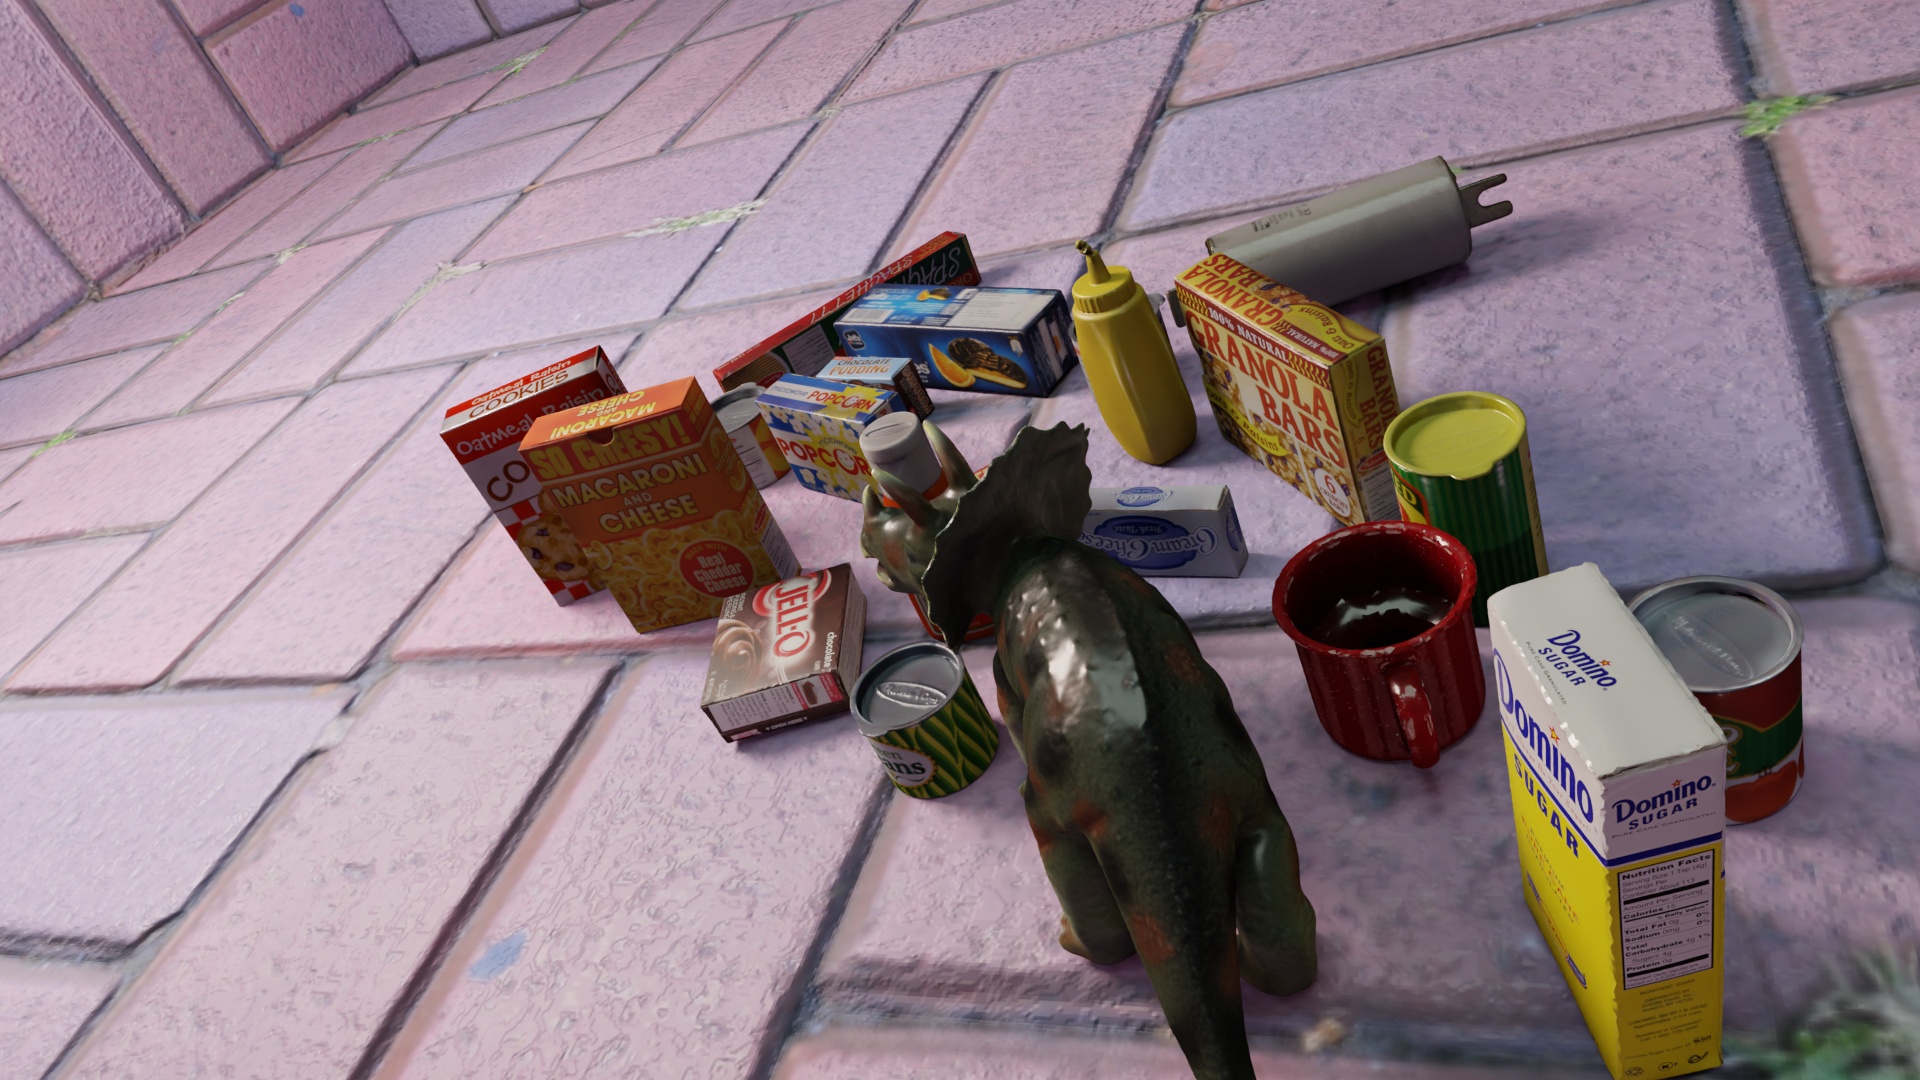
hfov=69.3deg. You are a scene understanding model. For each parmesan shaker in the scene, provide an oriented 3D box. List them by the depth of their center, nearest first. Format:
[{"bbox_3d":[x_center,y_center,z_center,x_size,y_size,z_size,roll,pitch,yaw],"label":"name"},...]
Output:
[{"bbox_3d":[0.257,-0.013,0.699,0.071,0.102,0.072,-17,35,12],"label":"parmesan shaker"}]

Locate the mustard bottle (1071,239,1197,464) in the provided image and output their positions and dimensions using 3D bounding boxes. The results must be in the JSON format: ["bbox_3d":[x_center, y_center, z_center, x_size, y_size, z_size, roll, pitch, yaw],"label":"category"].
[{"bbox_3d":[0.106,-0.125,0.892,0.049,0.159,0.065,-34,35,-13],"label":"mustard bottle"}]

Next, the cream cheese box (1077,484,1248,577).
[{"bbox_3d":[0.113,-0.005,0.821,0.104,0.053,0.024,0,41,32],"label":"cream cheese box"}]

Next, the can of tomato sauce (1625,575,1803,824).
[{"bbox_3d":[0.310,0.068,0.575,0.071,0.082,0.071,-17,35,12],"label":"can of tomato sauce"}]

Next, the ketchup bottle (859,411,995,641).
[{"bbox_3d":[-0.015,-0.007,0.818,0.064,0.148,0.044,-12,36,18],"label":"ketchup bottle"}]

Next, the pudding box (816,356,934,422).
[{"bbox_3d":[-0.067,-0.117,1.087,0.083,0.049,0.030,8,46,39],"label":"pudding box"}]

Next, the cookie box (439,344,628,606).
[{"bbox_3d":[-0.279,-0.045,1.016,0.123,0.166,0.040,-22,34,4],"label":"cookie box"}]

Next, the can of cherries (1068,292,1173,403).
[{"bbox_3d":[0.120,-0.136,0.989,0.071,0.058,0.072,-17,35,12],"label":"can of cherries"}]

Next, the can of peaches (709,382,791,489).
[{"bbox_3d":[-0.167,-0.081,1.093,0.071,0.057,0.071,-17,35,12],"label":"can of peaches"}]

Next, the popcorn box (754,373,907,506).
[{"bbox_3d":[-0.083,-0.071,1.003,0.127,0.085,0.038,15,51,44],"label":"popcorn box"}]

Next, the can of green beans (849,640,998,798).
[{"bbox_3d":[-0.019,0.098,0.760,0.071,0.057,0.071,-17,35,12],"label":"can of green beans"}]

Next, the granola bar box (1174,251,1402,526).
[{"bbox_3d":[0.195,-0.088,0.819,0.039,0.123,0.166,-30,34,-7],"label":"granola bar box"}]

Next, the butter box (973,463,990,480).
[{"bbox_3d":[0.003,-0.011,0.898,0.103,0.053,0.024,-27,34,-3],"label":"butter box"}]

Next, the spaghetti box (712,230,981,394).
[{"bbox_3d":[-0.094,-0.186,1.196,0.251,0.050,0.029,-34,35,-13],"label":"spaghetti box"}]

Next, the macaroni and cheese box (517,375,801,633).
[{"bbox_3d":[-0.198,-0.019,0.932,0.123,0.165,0.040,-13,36,17],"label":"macaroni and cheese box"}]
